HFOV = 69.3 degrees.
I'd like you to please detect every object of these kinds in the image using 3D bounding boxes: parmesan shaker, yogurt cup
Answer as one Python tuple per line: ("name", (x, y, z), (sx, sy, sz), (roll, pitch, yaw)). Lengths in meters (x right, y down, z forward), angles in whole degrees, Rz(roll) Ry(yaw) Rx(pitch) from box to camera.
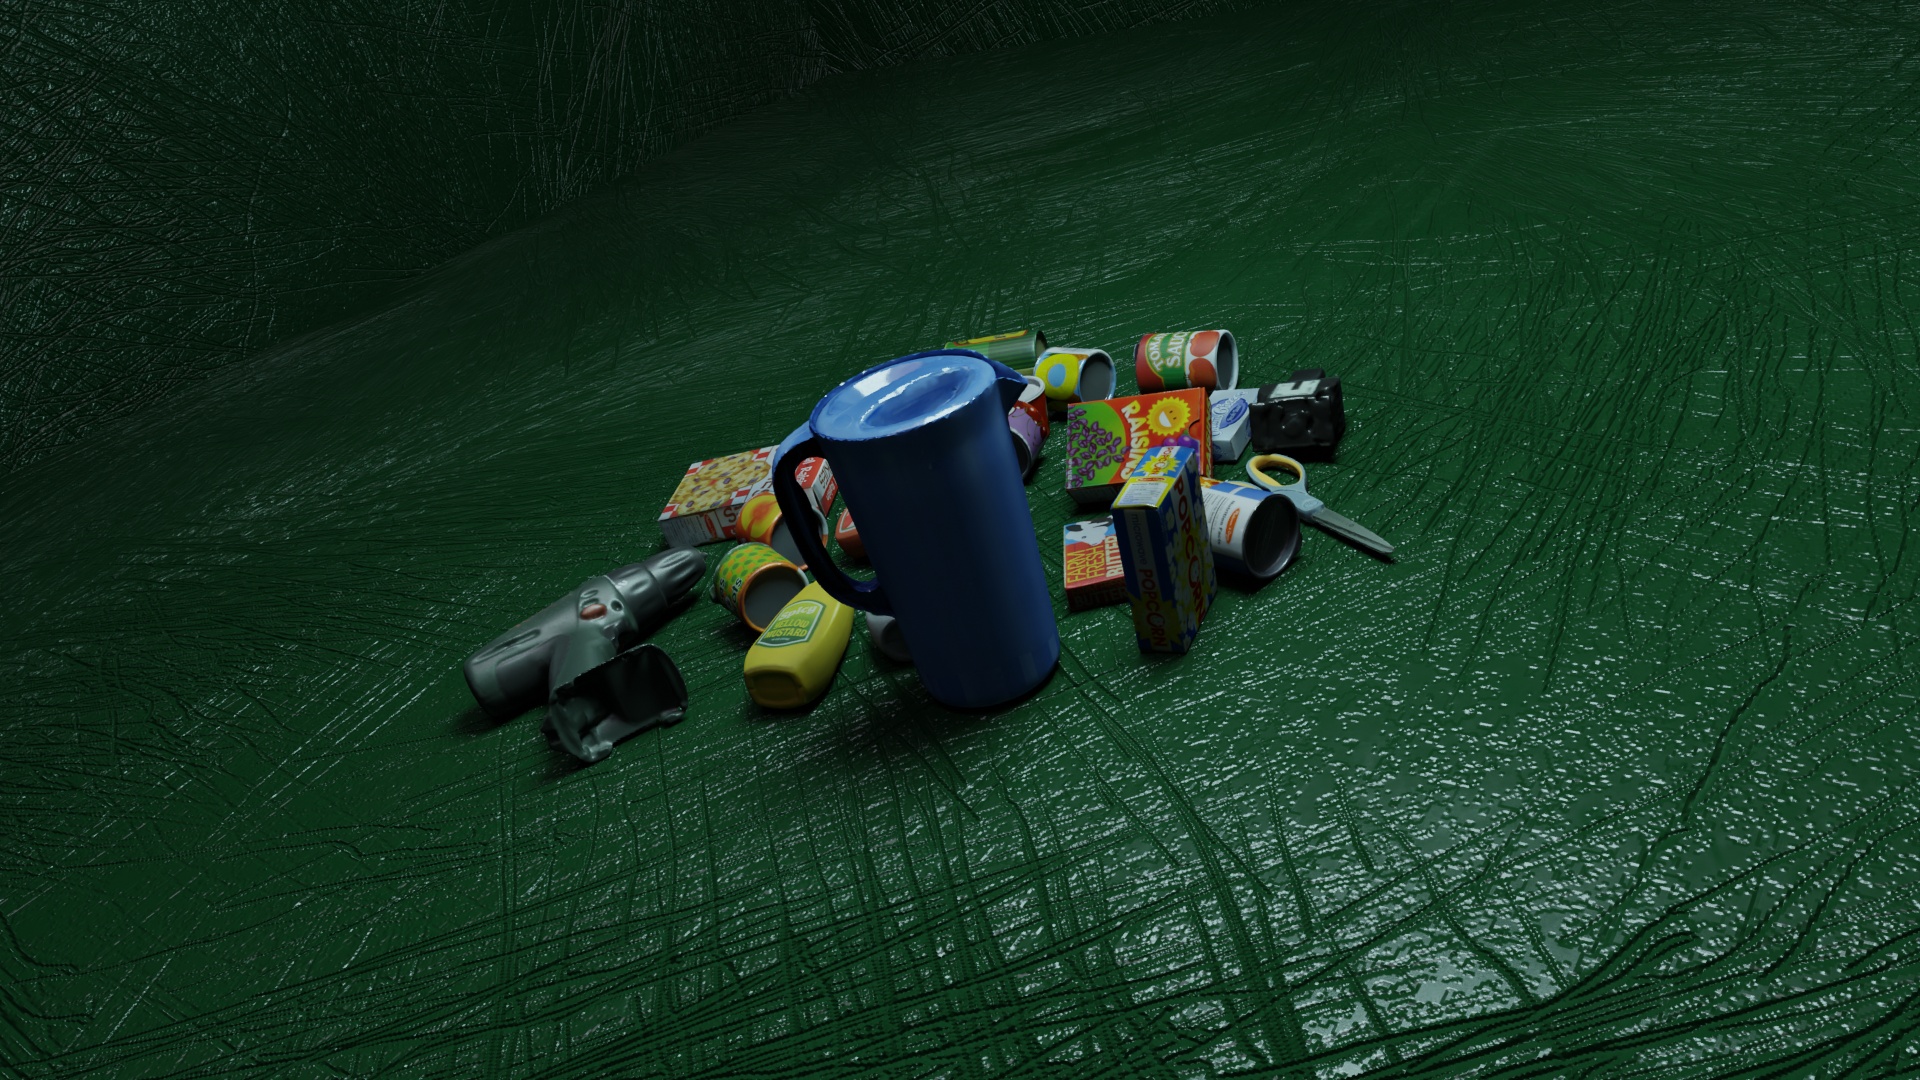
("parmesan shaker", (0.042, -0.187, 1.492), (0.103, 0.071, 0.072), (-7, 29, 18))
("yogurt cup", (0.056, -0.124, 1.377), (0.072, 0.053, 0.073), (-14, 28, 7))

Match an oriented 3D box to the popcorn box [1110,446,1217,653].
("popcorn box", (0.149, 0.007, 1.005), (0.038, 0.126, 0.085), (2, 33, 27))

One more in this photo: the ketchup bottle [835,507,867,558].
("ketchup bottle", (-0.044, -0.028, 1.218), (0.148, 0.043, 0.065), (-19, 31, 42))

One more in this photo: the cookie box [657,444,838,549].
("cookie box", (-0.206, -0.050, 1.407), (0.167, 0.040, 0.123), (-11, 28, 14))

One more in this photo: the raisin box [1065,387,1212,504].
("raisin box", (0.156, -0.082, 1.214), (0.123, 0.040, 0.086), (-5, 66, 22))

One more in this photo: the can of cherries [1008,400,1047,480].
("can of cherries", (0.042, -0.095, 1.312), (0.071, 0.071, 0.059), (-4, 30, 24))

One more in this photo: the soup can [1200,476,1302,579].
("soup can", (0.209, -0.010, 1.070), (0.071, 0.071, 0.084), (-33, 31, -28))

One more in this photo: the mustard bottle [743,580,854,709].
("mustard bottle", (-0.121, 0.072, 1.122), (0.065, 0.048, 0.161), (-5, 30, 20))

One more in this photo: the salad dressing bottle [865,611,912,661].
("salad dressing bottle", (-0.046, 0.042, 1.139), (0.064, 0.043, 0.148), (-16, 27, 4))

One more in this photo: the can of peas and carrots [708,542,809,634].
("can of peas and carrots", (-0.172, 0.042, 1.187), (0.071, 0.070, 0.059), (-29, 30, -22))

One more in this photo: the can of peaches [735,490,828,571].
("can of peaches", (-0.165, -0.006, 1.275), (0.071, 0.071, 0.058), (-34, 32, -29))

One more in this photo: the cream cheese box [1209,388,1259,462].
("cream cheese box", (0.241, -0.105, 1.268), (0.053, 0.024, 0.104), (0, 32, 32))

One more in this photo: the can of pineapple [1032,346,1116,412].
("can of pineapple", (0.115, -0.159, 1.397), (0.058, 0.070, 0.071), (10, 38, 41))

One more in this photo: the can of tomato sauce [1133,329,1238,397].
("can of tomato sauce", (0.220, -0.172, 1.353), (0.083, 0.071, 0.071), (1, 32, 31))

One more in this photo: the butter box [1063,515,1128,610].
("butter box", (0.111, 0.016, 1.118), (0.053, 0.024, 0.104), (-13, 27, 10))
